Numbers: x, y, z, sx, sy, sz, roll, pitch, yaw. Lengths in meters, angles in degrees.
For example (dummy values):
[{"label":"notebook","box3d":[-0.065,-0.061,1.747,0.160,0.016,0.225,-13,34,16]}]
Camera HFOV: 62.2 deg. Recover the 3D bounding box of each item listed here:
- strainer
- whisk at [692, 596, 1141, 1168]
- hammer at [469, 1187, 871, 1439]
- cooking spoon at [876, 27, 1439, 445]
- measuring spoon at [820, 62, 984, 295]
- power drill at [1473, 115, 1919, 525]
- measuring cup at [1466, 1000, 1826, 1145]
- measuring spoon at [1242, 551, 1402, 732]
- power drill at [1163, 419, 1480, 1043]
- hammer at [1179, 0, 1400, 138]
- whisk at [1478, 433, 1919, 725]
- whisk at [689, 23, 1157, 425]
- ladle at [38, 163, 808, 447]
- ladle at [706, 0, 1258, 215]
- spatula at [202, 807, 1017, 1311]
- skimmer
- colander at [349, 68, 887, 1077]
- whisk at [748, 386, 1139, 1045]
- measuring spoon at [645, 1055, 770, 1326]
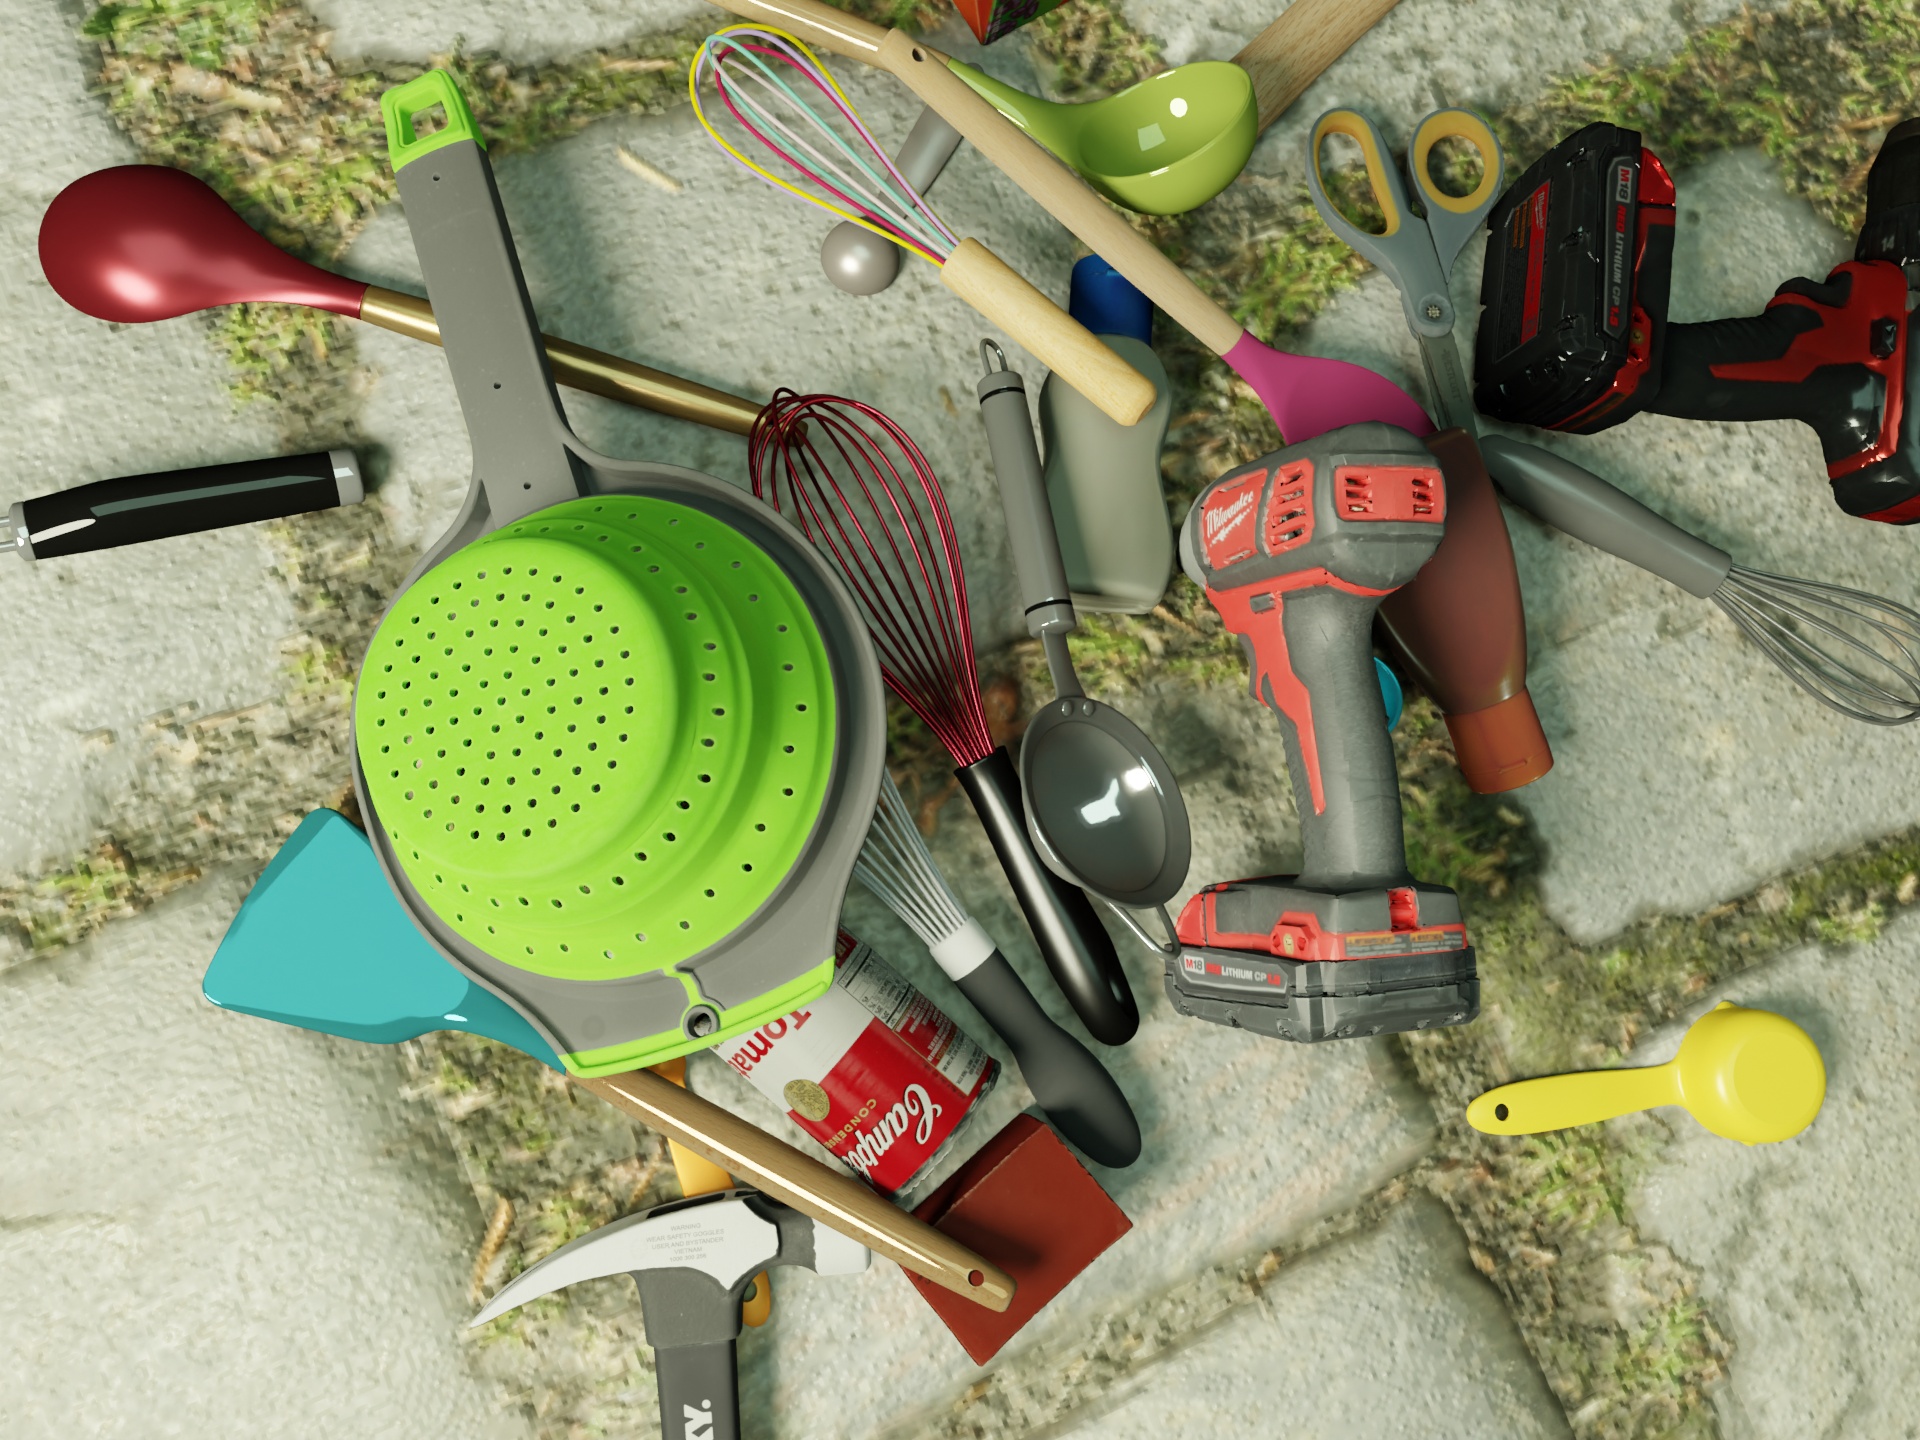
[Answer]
[{"label":"strainer","box3d":[0.036,-0.031,0.615,0.086,0.050,0.258,2,71,-43]},{"label":"whisk","box3d":[-0.019,0.064,0.627,0.070,0.070,0.284,-39,94,-11]},{"label":"hammer","box3d":[-0.093,0.346,0.579,0.146,0.035,0.335,-5,84,-4]},{"label":"cooking spoon","box3d":[0.094,-0.173,0.659,0.318,0.017,0.069,36,77,-17]},{"label":"measuring spoon","box3d":[-0.021,-0.239,0.687,0.034,0.018,0.124,29,78,-3]},{"label":"power drill","box3d":[0.355,-0.196,0.707,0.226,0.080,0.188,10,80,-9]},{"label":"measuring cup","box3d":[0.289,0.156,0.666,0.156,0.029,0.062,-6,82,-11]},{"label":"measuring spoon","box3d":[0.145,-0.044,0.686,0.042,0.021,0.129,-25,77,-12]},{"label":"power drill","box3d":[0.129,0.005,0.616,0.078,0.143,0.220,-2,88,-21]},{"label":"hammer","box3d":[0.220,-0.374,0.735,0.130,0.031,0.331,46,79,0]},{"label":"whisk","box3d":[0.330,-0.063,0.697,0.239,0.055,0.055,29,79,2]},{"label":"whisk","box3d":[-0.016,-0.205,0.649,0.245,0.051,0.047,41,67,7]},{"label":"ladle","box3d":[-0.215,-0.160,0.646,0.315,0.031,0.069,15,80,-7]},{"label":"ladle","box3d":[-0.029,-0.292,0.669,0.320,0.062,0.078,22,60,1]},{"label":"spatula","box3d":[-0.123,0.137,0.585,0.317,0.044,0.082,25,75,11]},{"label":"skimmer","box3d":[-0.414,-0.051,0.600,0.363,0.090,0.127,-14,81,-20]},{"label":"colander","box3d":[-0.160,-0.075,0.559,0.204,0.094,0.397,-21,78,8]},{"label":"whisk","box3d":[-0.001,-0.002,0.635,0.073,0.073,0.296,-28,92,-11]},{"label":"measuring spoon","box3d":[-0.099,0.180,0.617,0.021,0.011,0.117,-21,85,-10]}]
